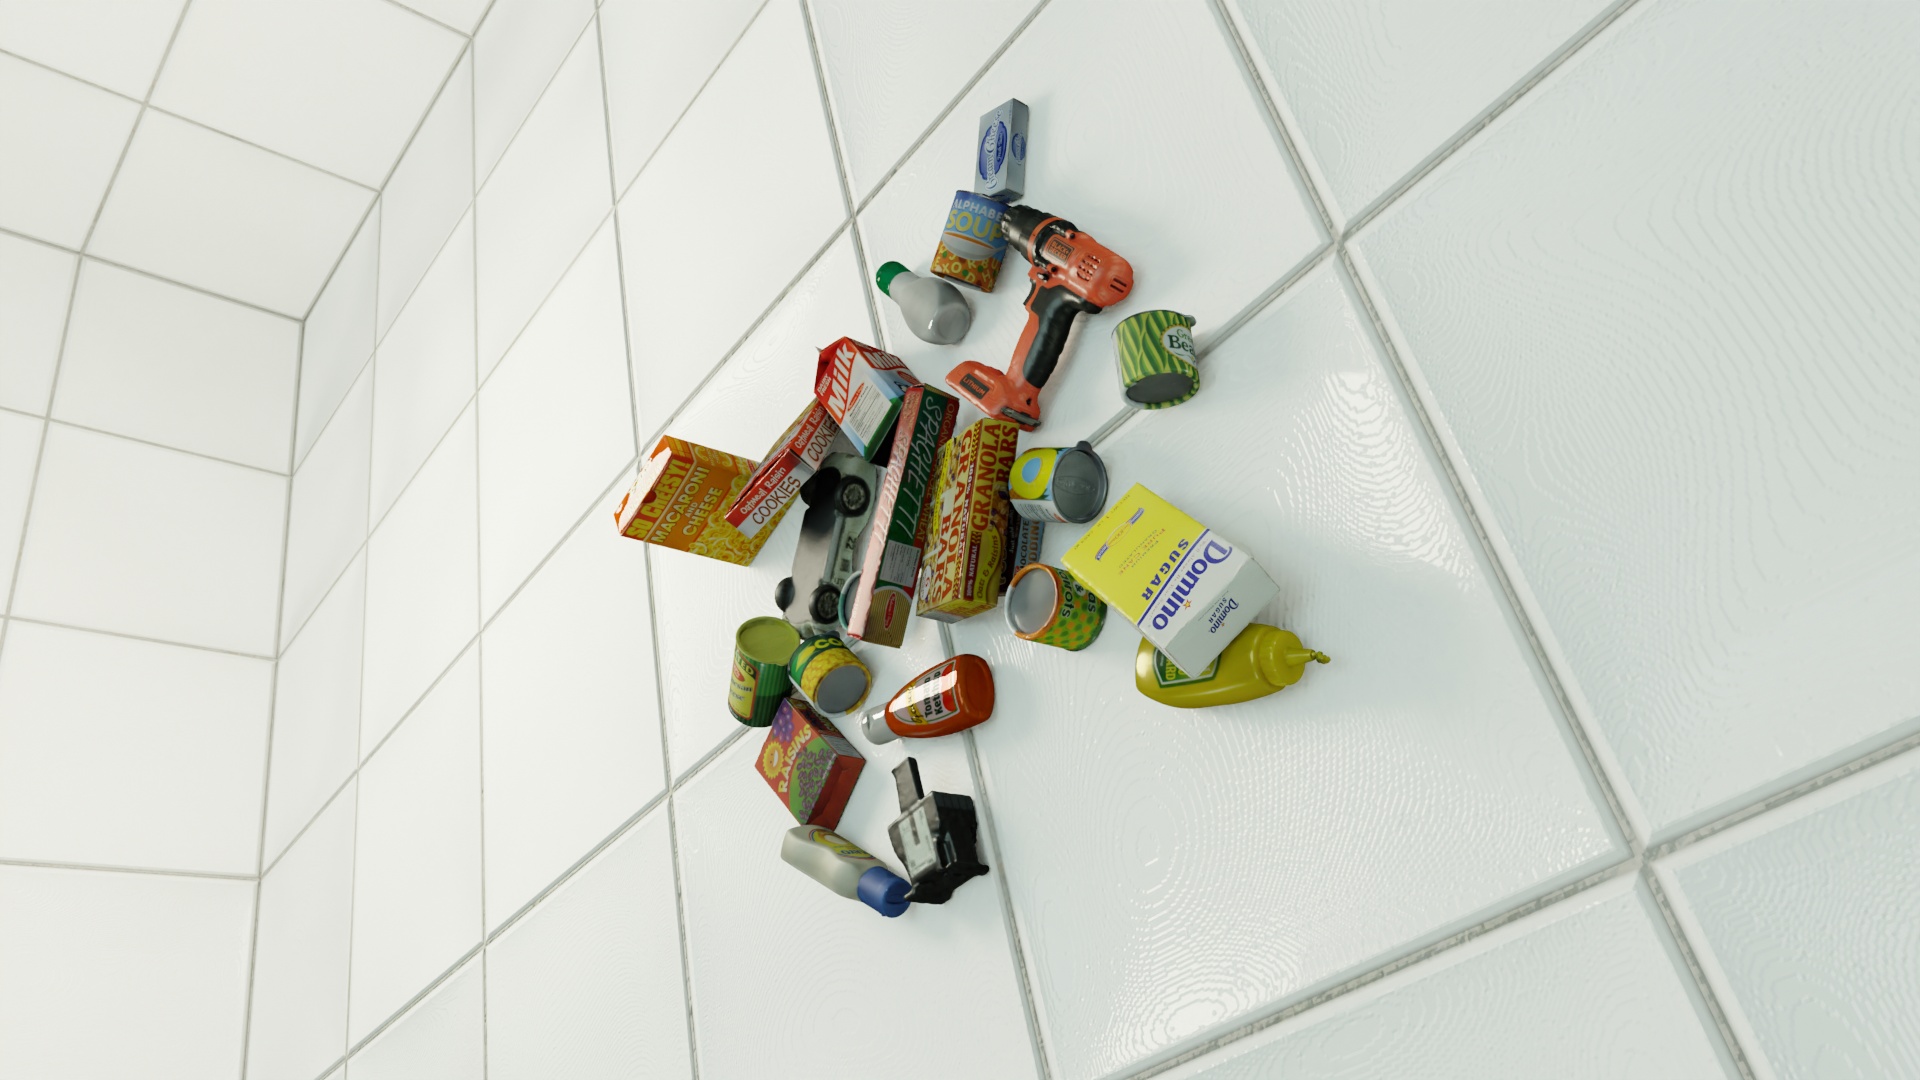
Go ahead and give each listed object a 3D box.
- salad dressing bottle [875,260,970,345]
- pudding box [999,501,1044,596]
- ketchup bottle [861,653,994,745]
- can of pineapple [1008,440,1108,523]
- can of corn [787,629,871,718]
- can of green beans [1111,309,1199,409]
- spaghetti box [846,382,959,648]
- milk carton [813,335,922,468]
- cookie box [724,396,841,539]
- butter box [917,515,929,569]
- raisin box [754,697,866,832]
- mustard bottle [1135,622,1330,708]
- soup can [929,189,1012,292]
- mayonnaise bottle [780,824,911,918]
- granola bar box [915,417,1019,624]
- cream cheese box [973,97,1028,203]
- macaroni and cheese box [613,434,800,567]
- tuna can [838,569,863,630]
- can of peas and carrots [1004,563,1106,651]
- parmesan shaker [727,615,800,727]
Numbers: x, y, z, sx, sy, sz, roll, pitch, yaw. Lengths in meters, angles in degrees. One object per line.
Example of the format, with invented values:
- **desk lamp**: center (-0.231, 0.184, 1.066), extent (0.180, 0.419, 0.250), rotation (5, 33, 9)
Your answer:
- **salad dressing bottle**: center (-0.042, -0.250, 1.439), extent (0.148, 0.044, 0.064), rotation (46, 121, 49)
- **pudding box**: center (0.045, 0.008, 1.247), extent (0.049, 0.030, 0.084), rotation (-3, 74, 51)
- **ketchup bottle**: center (-0.032, 0.153, 1.277), extent (0.148, 0.043, 0.065), rotation (-28, 57, 42)
- **can of pineapple**: center (0.084, -0.049, 1.193), extent (0.058, 0.071, 0.071), rotation (4, 80, 51)
- **can of corn**: center (-0.129, 0.133, 1.382), extent (0.058, 0.071, 0.071), rotation (38, 107, 49)
- **can of green beans**: center (0.160, -0.147, 1.138), extent (0.071, 0.071, 0.058), rotation (-28, 57, 42)
- **spaghetti box**: center (-0.053, -0.024, 1.320), extent (0.028, 0.050, 0.250), rotation (7, 82, 49)
- **milk carton**: center (-0.088, -0.148, 1.433), extent (0.073, 0.072, 0.191), rotation (-58, 42, 18)
- **cookie box**: center (-0.178, -0.090, 1.478), extent (0.122, 0.040, 0.168), rotation (-43, 14, 32)
- **butter box**: center (-0.039, -0.007, 1.359), extent (0.104, 0.024, 0.053), rotation (34, 103, 50)
- **raisin box**: center (-0.154, 0.225, 1.400), extent (0.123, 0.040, 0.086), rotation (37, 106, 51)
- **mustard bottle**: center (0.200, 0.087, 1.016), extent (0.160, 0.049, 0.065), rotation (-12, 63, 48)
- **soup can**: center (0.013, -0.294, 1.366), extent (0.071, 0.071, 0.083), rotation (23, 96, 51)
- **mayonnaise bottle**: center (-0.103, 0.307, 1.293), extent (0.148, 0.065, 0.041), rotation (15, 92, 48)
- **granola bar box**: center (0.004, -0.016, 1.248), extent (0.124, 0.039, 0.166), rotation (152, 128, -68)
- **cream cheese box**: center (0.041, -0.389, 1.405), extent (0.053, 0.024, 0.104), rotation (-14, 66, 49)
- **macaroni and cheese box**: center (-0.282, -0.042, 1.549), extent (0.123, 0.166, 0.040), rotation (-53, 44, 24)
- **tuna can**: center (-0.090, 0.065, 1.387), extent (0.071, 0.033, 0.071), rotation (-22, 60, 45)
- **can of peas and carrots**: center (0.081, 0.055, 1.164), extent (0.070, 0.059, 0.071), rotation (-20, 62, 45)
- **parmesan shaker**: center (-0.204, 0.140, 1.442), extent (0.071, 0.071, 0.102), rotation (-118, 32, -42)
